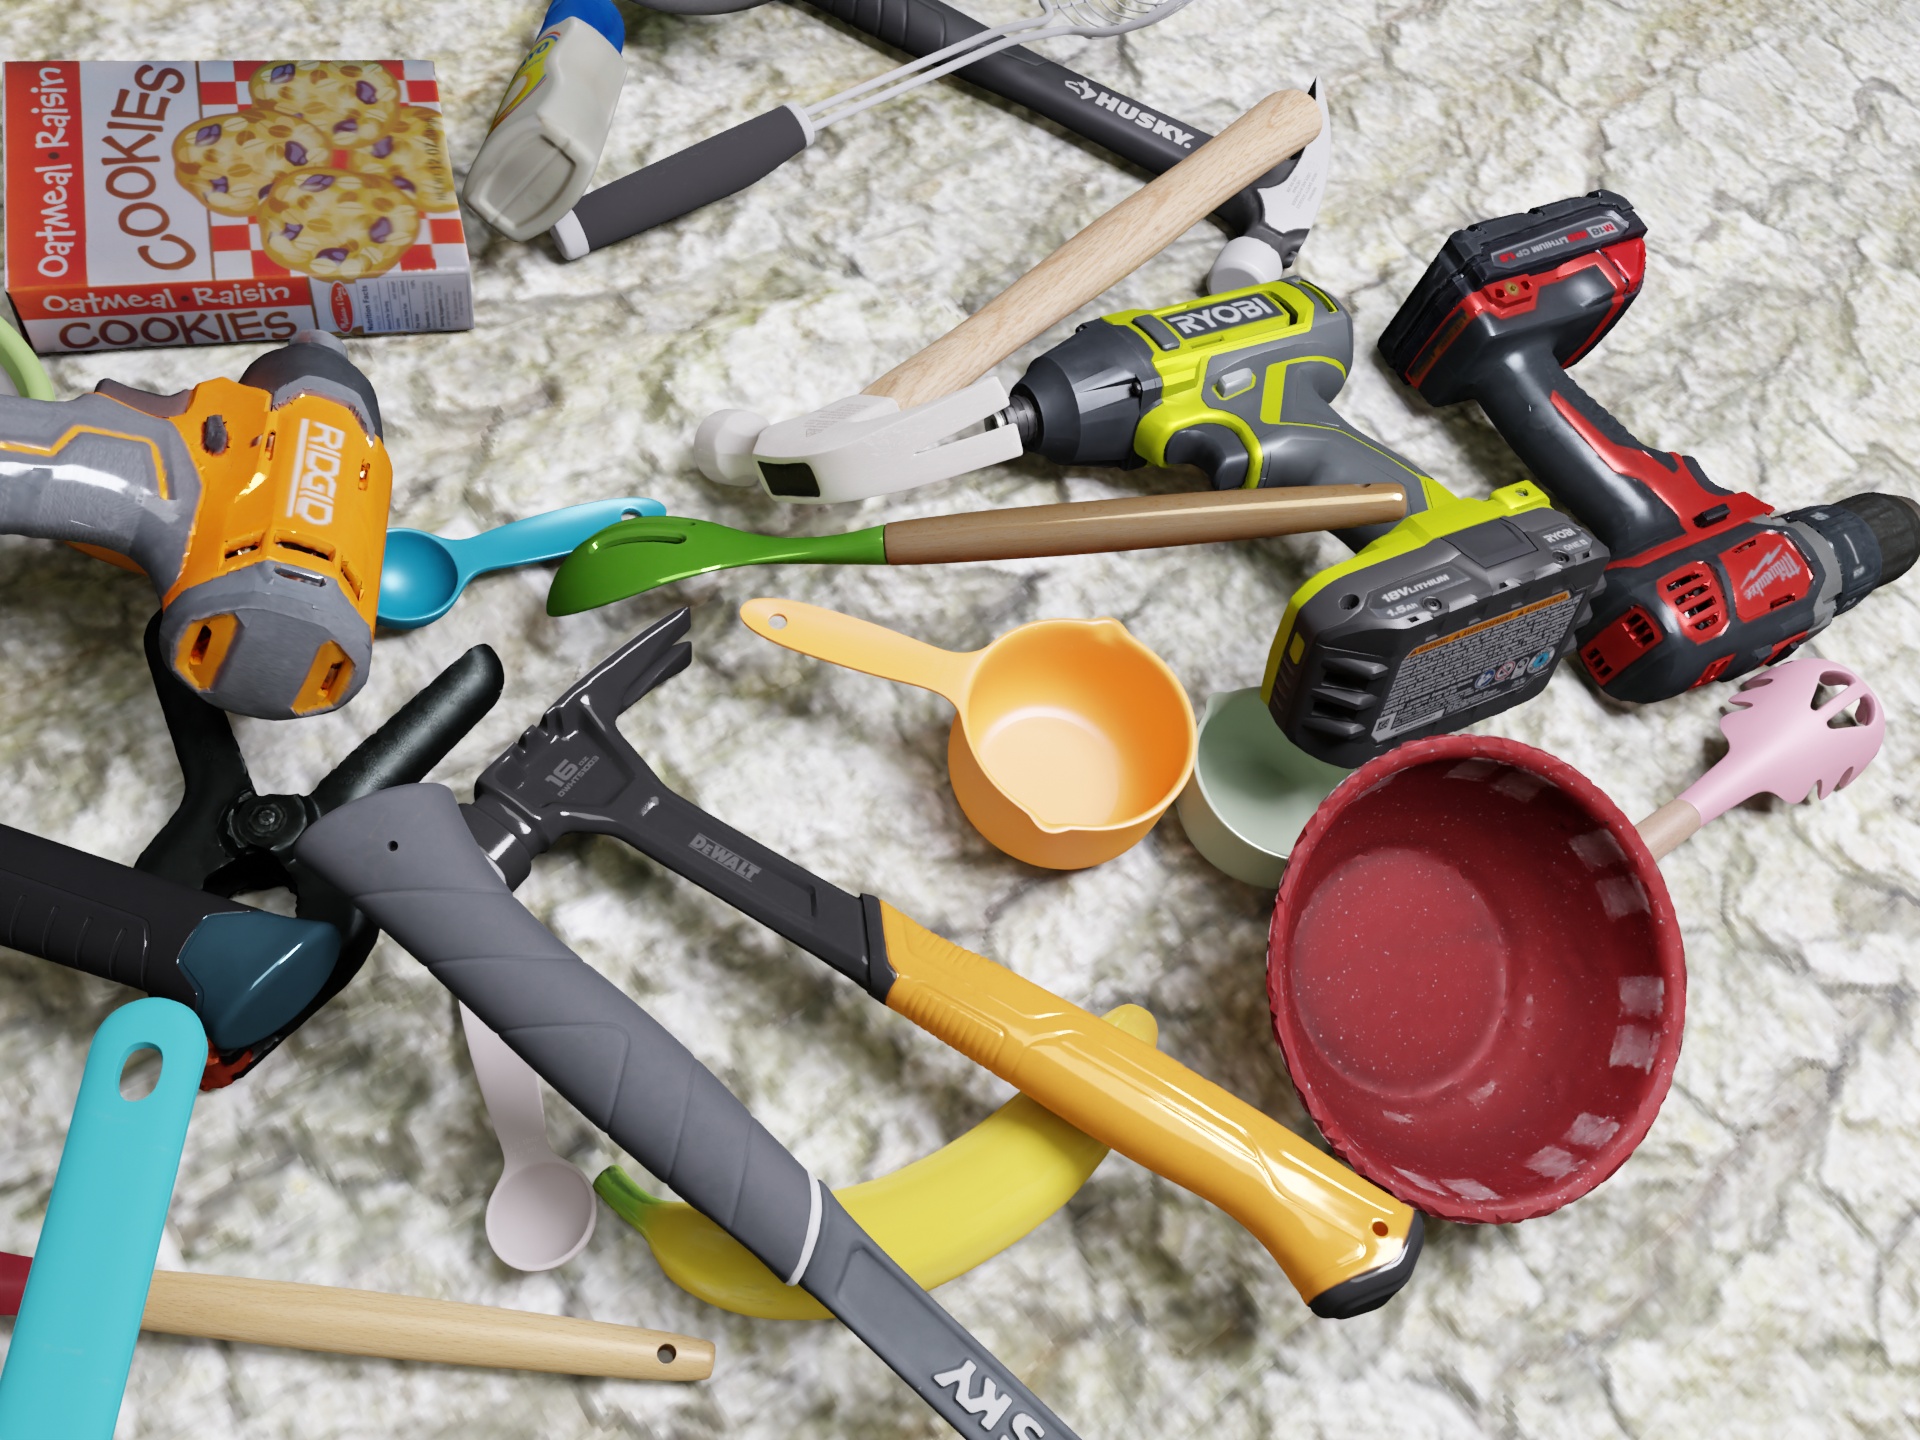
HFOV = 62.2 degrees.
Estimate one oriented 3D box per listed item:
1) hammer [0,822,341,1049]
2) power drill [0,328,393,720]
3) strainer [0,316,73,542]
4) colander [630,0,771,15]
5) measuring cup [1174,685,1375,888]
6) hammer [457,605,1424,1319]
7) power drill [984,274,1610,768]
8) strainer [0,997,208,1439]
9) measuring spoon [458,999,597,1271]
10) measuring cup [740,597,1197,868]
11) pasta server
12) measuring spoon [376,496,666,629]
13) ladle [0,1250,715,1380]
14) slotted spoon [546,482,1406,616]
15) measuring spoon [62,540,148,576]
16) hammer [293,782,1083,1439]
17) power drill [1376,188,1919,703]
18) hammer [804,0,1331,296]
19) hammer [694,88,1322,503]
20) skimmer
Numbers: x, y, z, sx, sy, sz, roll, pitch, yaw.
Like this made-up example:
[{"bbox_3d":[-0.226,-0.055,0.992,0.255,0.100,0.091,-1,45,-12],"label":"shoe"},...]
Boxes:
[{"bbox_3d":[-0.349,0.032,0.484,0.331,0.033,0.128,17,58,6],"label":"hammer"},{"bbox_3d":[-0.296,-0.099,0.505,0.226,0.084,0.164,17,43,-29],"label":"power drill"},{"bbox_3d":[-0.421,-0.133,0.554,0.151,0.069,0.256,-13,62,-43],"label":"strainer"},{"bbox_3d":[-0.029,-0.405,0.695,0.397,0.204,0.094,18,27,17],"label":"colander"},{"bbox_3d":[0.150,0.007,0.633,0.167,0.038,0.083,-34,72,-32],"label":"measuring cup"},{"bbox_3d":[-0.003,0.082,0.525,0.337,0.034,0.127,29,54,13],"label":"hammer"},{"bbox_3d":[0.127,-0.091,0.638,0.171,0.080,0.223,-19,51,-22],"label":"power drill"},{"bbox_3d":[-0.228,0.242,0.383,0.211,0.095,0.341,7,58,-12],"label":"strainer"},{"bbox_3d":[-0.144,0.119,0.518,0.034,0.018,0.124,-19,60,-7],"label":"measuring spoon"},{"bbox_3d":[-0.001,-0.002,0.594,0.173,0.052,0.095,19,59,1],"label":"measuring cup"},{"bbox_3d":[0.270,0.054,0.640,0.316,0.040,0.060,-29,71,-21],"label":"pasta server"},{"bbox_3d":[-0.172,-0.062,0.612,0.128,0.021,0.042,-20,68,-32],"label":"measuring spoon"},{"bbox_3d":[-0.229,0.171,0.462,0.315,0.031,0.069,10,60,-9],"label":"ladle"},{"bbox_3d":[-0.001,-0.067,0.574,0.314,0.031,0.070,-4,21,8],"label":"slotted spoon"},{"bbox_3d":[-0.279,-0.054,0.585,0.117,0.011,0.021,19,59,2],"label":"measuring spoon"},{"bbox_3d":[-0.035,0.166,0.462,0.409,0.036,0.149,42,70,2],"label":"hammer"},{"bbox_3d":[0.319,-0.128,0.723,0.188,0.080,0.227,-20,71,-22],"label":"power drill"},{"bbox_3d":[0.028,-0.325,0.788,0.335,0.035,0.146,28,60,4],"label":"hammer"},{"bbox_3d":[0.047,-0.186,0.668,0.331,0.031,0.130,-41,36,-26],"label":"hammer"},{"bbox_3d":[-0.025,-0.314,0.705,0.363,0.090,0.127,-30,56,-14],"label":"skimmer"}]
